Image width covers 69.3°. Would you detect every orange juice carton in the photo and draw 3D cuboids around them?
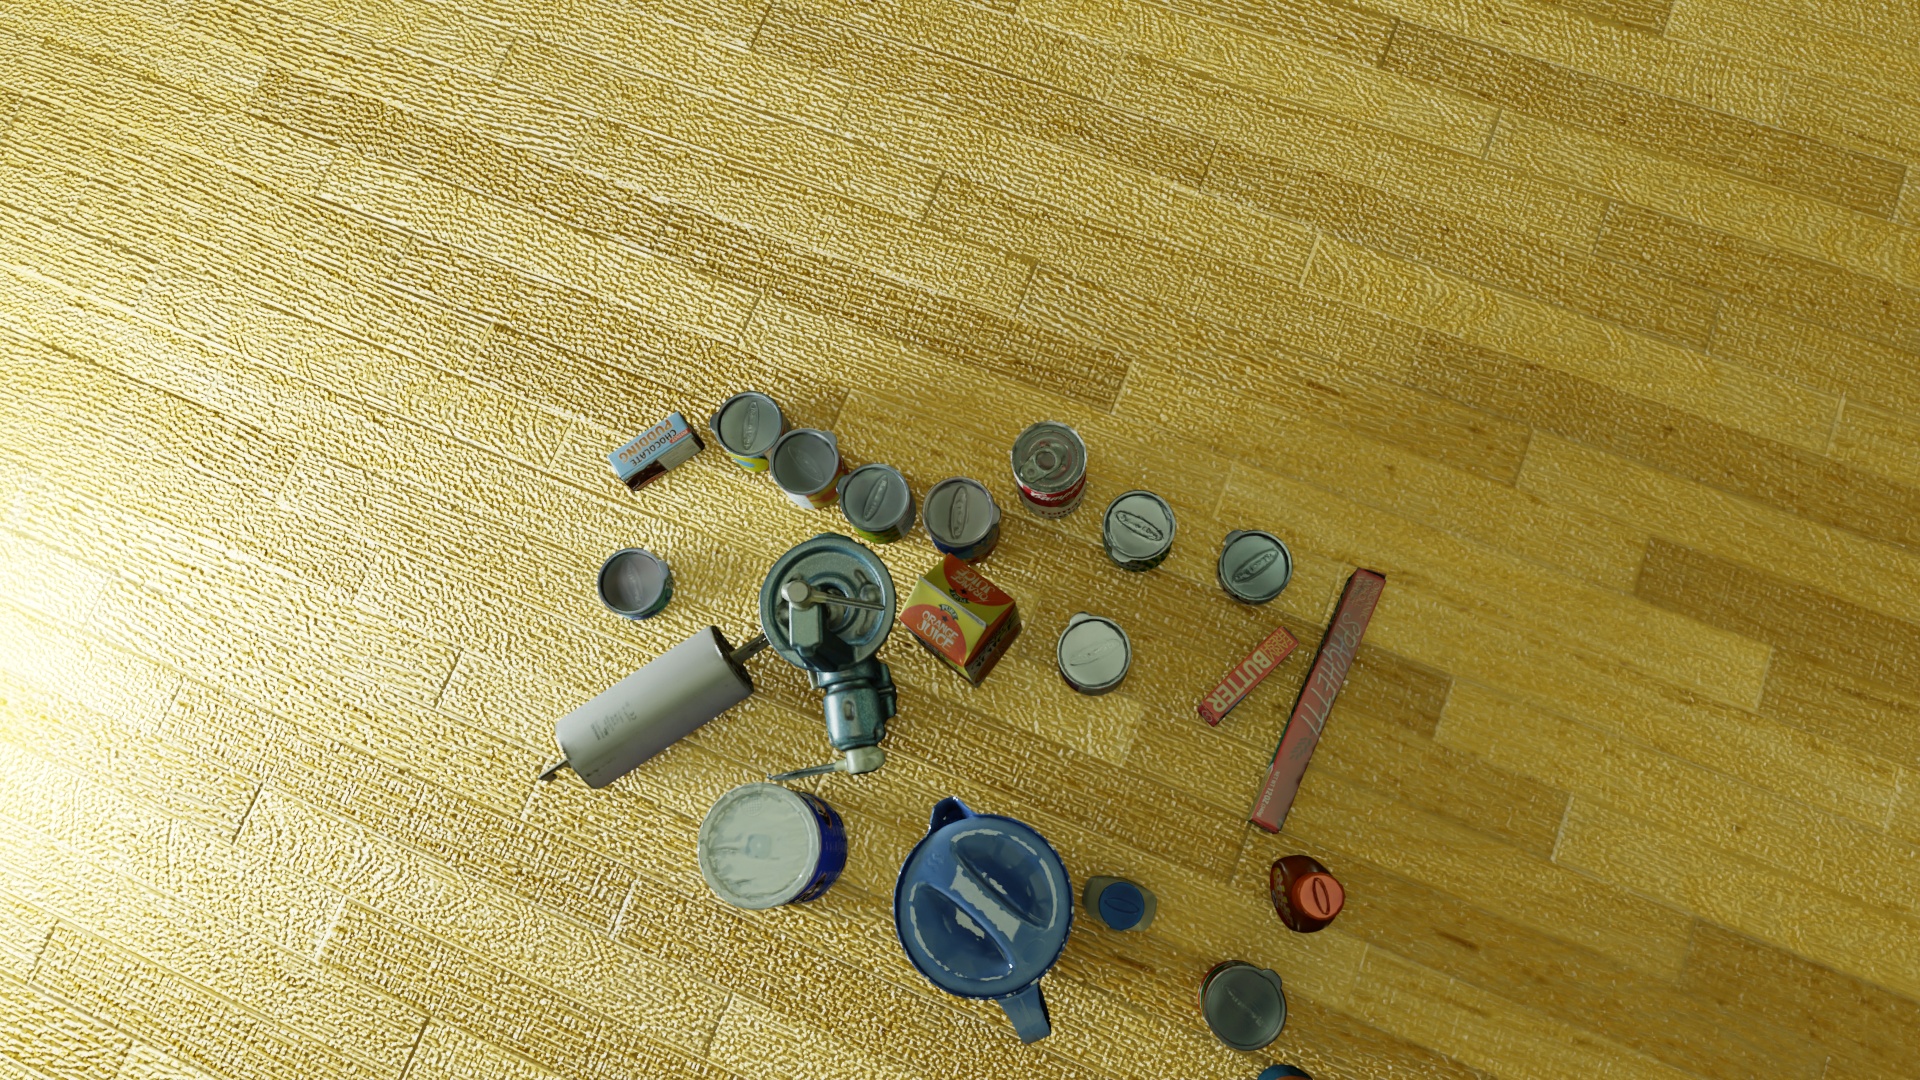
[{"bbox_3d":[0.001,0.069,1.208,0.072,0.192,0.073,37,83,12],"label":"orange juice carton"}]

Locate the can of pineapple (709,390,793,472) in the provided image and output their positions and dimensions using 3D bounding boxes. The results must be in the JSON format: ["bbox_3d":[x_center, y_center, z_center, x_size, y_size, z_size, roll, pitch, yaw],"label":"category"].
[{"bbox_3d":[-0.199,-0.105,1.339,0.071,0.057,0.071,-1,76,5],"label":"can of pineapple"}]

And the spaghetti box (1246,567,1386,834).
[{"bbox_3d":[0.317,0.141,1.236,0.029,0.050,0.250,24,79,10],"label":"spaghetti box"}]

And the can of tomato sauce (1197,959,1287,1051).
[{"bbox_3d":[0.236,0.386,1.165,0.071,0.083,0.071,-1,76,5],"label":"can of tomato sauce"}]

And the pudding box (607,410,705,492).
[{"bbox_3d":[-0.295,-0.086,1.347,0.084,0.049,0.030,-34,76,-3],"label":"pudding box"}]

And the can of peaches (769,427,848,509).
[{"bbox_3d":[-0.141,-0.069,1.325,0.071,0.058,0.071,-1,76,5],"label":"can of peaches"}]

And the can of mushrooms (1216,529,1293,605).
[{"bbox_3d":[0.269,0.024,1.278,0.071,0.033,0.071,-1,76,5],"label":"can of mushrooms"}]

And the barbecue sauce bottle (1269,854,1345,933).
[{"bbox_3d":[0.288,0.293,1.150,0.044,0.148,0.065,-12,76,2],"label":"barbecue sauce bottle"}]

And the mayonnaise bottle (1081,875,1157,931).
[{"bbox_3d":[0.134,0.303,1.162,0.065,0.148,0.041,14,78,8],"label":"mayonnaise bottle"}]

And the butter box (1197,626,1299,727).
[{"bbox_3d":[0.257,0.122,1.245,0.103,0.053,0.024,-43,77,-6],"label":"butter box"}]

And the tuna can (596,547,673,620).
[{"bbox_3d":[-0.307,0.041,1.325,0.071,0.032,0.071,-1,76,5],"label":"tuna can"}]

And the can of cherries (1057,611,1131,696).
[{"bbox_3d":[0.121,0.103,1.259,0.071,0.058,0.071,-1,76,5],"label":"can of cherries"}]

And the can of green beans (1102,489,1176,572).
[{"bbox_3d":[0.164,-0.008,1.283,0.071,0.057,0.071,-1,76,5],"label":"can of green beans"}]

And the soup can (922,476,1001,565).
[{"bbox_3d":[0.005,-0.016,1.285,0.071,0.083,0.071,-1,76,5],"label":"soup can"}]

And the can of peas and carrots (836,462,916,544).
[{"bbox_3d":[-0.079,-0.035,1.310,0.071,0.058,0.071,-1,76,5],"label":"can of peas and carrots"}]
